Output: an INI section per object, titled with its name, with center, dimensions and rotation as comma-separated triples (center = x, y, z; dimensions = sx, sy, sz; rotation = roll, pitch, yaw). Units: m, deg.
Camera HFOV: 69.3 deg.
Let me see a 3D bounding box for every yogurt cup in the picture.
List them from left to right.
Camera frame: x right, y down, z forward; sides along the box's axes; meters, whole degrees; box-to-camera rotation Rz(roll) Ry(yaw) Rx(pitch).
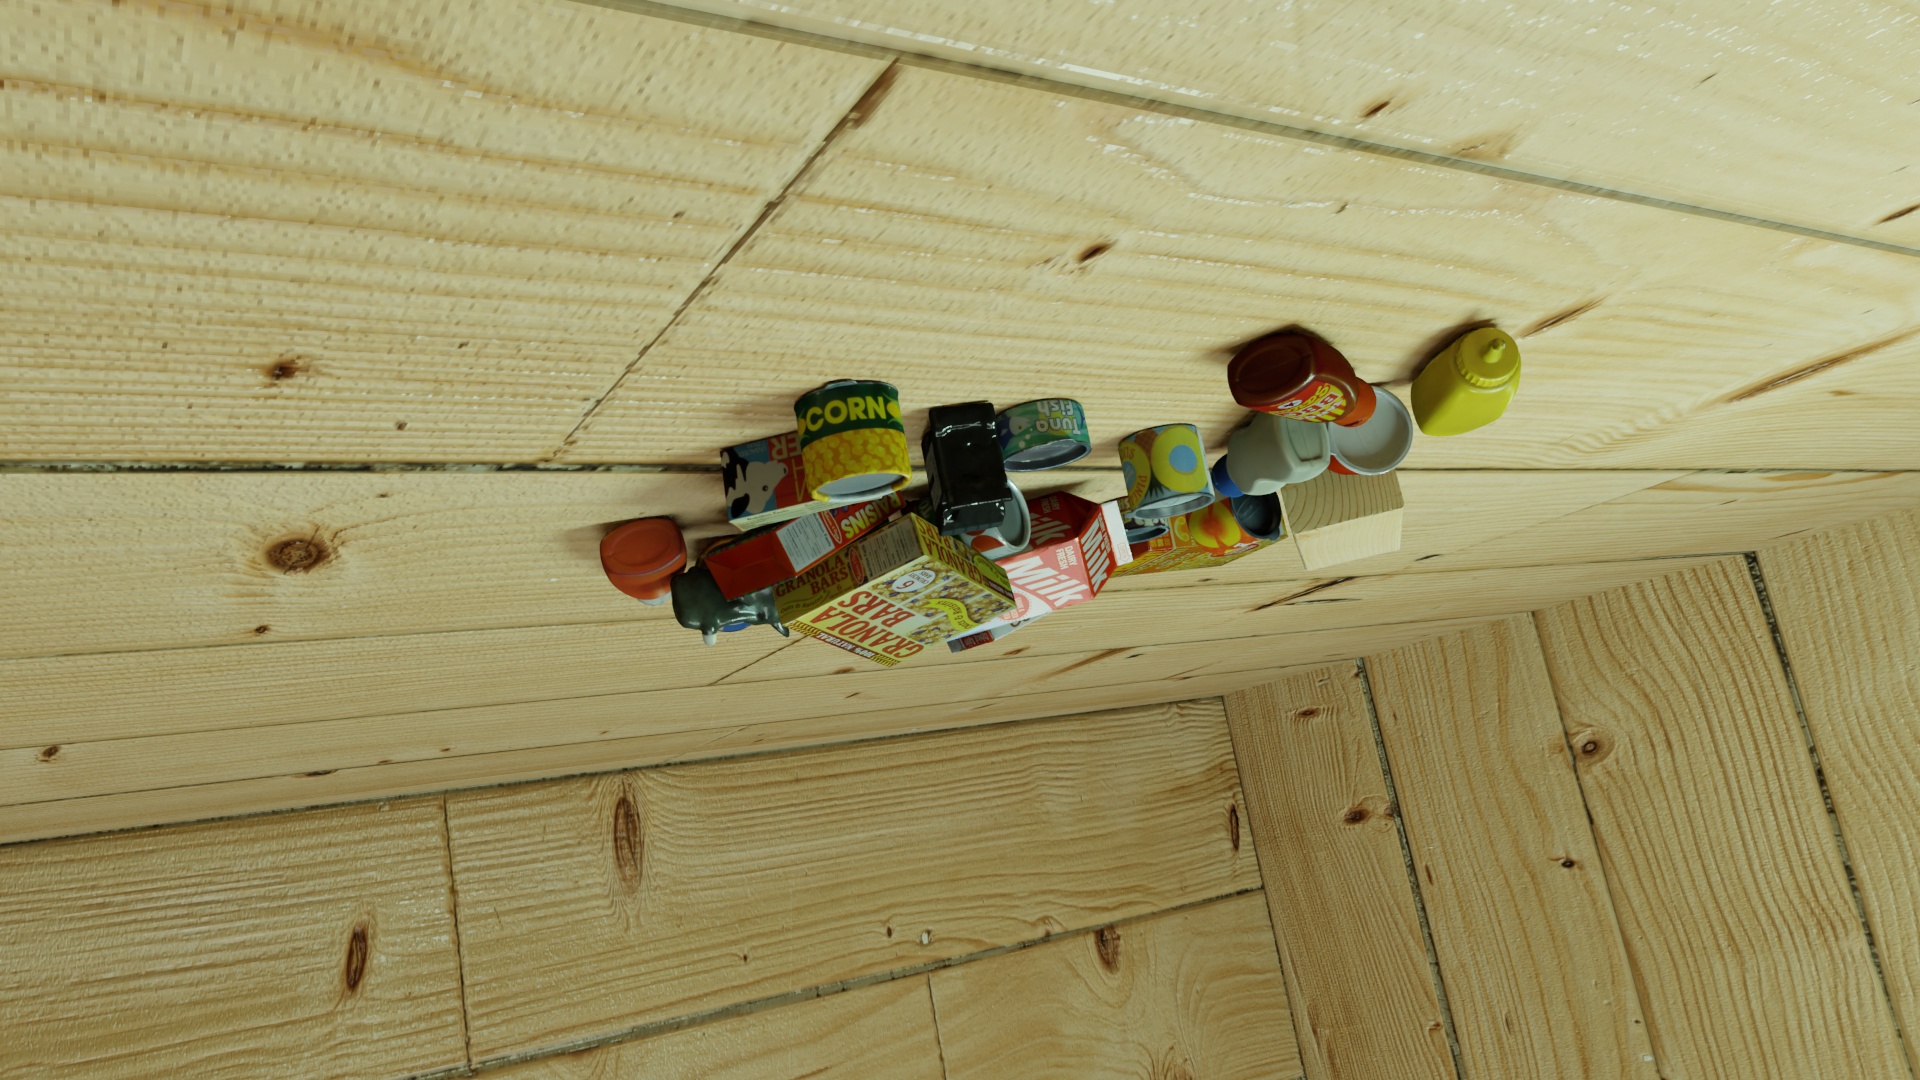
[yogurt cup]
center = 0.304, -0.081, 1.063
dimensions = 0.072, 0.072, 0.054
rotation = -9, 175, -6

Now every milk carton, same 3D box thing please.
[milk carton]
center = 0.050, 0.018, 1.194
dimensions = 0.190, 0.074, 0.072
rotation = -17, 127, 4

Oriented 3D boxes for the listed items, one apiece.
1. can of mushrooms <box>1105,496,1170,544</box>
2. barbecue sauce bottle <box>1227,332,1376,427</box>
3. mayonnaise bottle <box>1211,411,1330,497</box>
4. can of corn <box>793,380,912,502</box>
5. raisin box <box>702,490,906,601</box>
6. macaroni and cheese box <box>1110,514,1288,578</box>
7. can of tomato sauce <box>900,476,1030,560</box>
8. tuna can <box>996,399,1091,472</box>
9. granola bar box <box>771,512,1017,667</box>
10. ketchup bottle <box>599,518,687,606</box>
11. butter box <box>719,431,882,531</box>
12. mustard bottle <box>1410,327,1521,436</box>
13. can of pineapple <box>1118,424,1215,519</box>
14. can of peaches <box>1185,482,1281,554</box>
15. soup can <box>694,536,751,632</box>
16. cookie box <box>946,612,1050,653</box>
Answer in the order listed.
[can of mushrooms]
center = 0.158, -0.019, 1.289
dimensions = 0.071, 0.033, 0.071
rotation = -9, 168, -2
[barbecue sauce bottle]
center = 0.240, -0.105, 0.945
dimensions = 0.064, 0.044, 0.149
rotation = -20, 165, 33
[mayonnaise bottle]
center = 0.237, -0.066, 1.082
dimensions = 0.041, 0.065, 0.147
rotation = -11, 172, -12
[can of corn]
center = -0.067, -0.061, 0.860
dimensions = 0.071, 0.058, 0.071
rotation = -10, 168, -2
[raisin box]
center = -0.110, -0.008, 0.993
dimensions = 0.086, 0.040, 0.124
rotation = -20, -169, 45
[macaroni and cheese box]
center = 0.228, 0.001, 1.419
dimensions = 0.167, 0.040, 0.123
rotation = -5, 167, -25
[can of tomato sauce]
center = 0.004, -0.014, 1.117
dimensions = 0.083, 0.071, 0.071
rotation = -18, 165, 31
[tuna can]
center = 0.057, -0.073, 0.964
dimensions = 0.071, 0.033, 0.071
rotation = -10, 168, -2
[granola bar box]
center = -0.047, 0.042, 1.060
dimensions = 0.124, 0.039, 0.165
rotation = -27, 154, 17
[ketchup bottle]
center = -0.251, 0.022, 1.116
dimensions = 0.065, 0.043, 0.148
rotation = -15, 169, -13
[butter box]
center = -0.105, -0.044, 0.917
dimensions = 0.103, 0.053, 0.024
rotation = -13, 164, 10
[mustard bottle]
center = 0.363, -0.116, 0.982
dimensions = 0.065, 0.049, 0.160
rotation = -11, 167, 3
[can of pineapple]
center = 0.158, -0.053, 1.079
dimensions = 0.071, 0.058, 0.071
rotation = -10, 167, -2
[can of peaches]
center = 0.247, -0.023, 1.254
dimensions = 0.071, 0.071, 0.058
rotation = 0, 165, -37
[soup can]
center = -0.193, 0.036, 1.182
dimensions = 0.071, 0.071, 0.083
rotation = -7, 167, -14
[cookie box]
center = 0.057, 0.072, 1.486
dimensions = 0.123, 0.040, 0.167
rotation = -26, 178, -18
